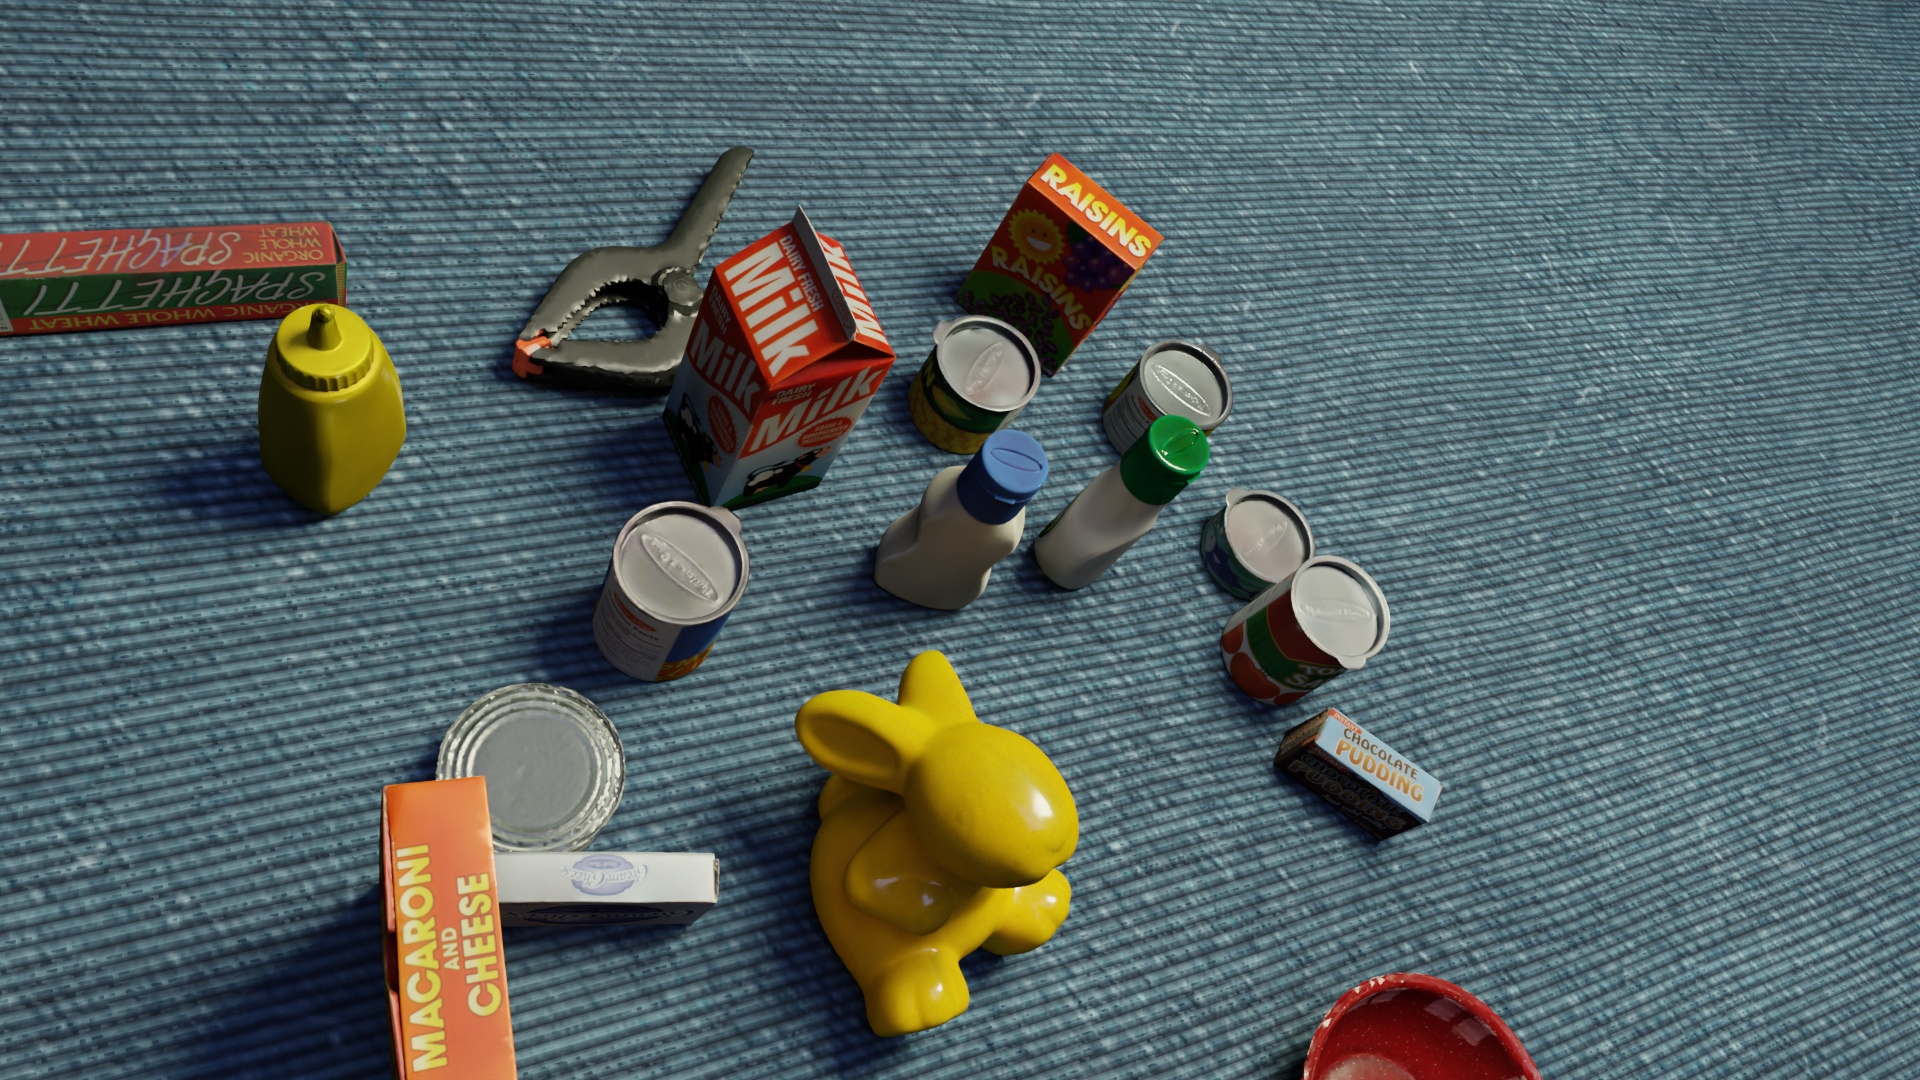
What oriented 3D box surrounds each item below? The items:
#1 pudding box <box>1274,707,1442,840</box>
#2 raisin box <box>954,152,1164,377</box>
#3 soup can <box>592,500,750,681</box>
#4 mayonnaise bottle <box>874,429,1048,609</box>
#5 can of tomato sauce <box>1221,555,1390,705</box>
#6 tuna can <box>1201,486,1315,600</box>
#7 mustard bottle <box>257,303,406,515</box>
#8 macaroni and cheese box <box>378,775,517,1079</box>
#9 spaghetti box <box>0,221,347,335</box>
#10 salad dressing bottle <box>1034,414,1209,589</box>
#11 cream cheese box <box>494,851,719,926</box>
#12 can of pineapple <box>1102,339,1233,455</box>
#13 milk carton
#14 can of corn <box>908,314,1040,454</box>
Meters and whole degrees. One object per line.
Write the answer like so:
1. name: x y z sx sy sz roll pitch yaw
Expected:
1. pudding box: 0.236 0.139 0.826 0.084 0.049 0.030 35 57 -3
2. raisin box: 0.059 -0.169 0.866 0.086 0.122 0.040 39 57 0
3. soup can: -0.146 0.026 0.705 0.071 0.083 0.071 9 62 -18
4. mayonnaise bottle: 0.003 -0.009 0.746 0.065 0.147 0.041 18 60 -14
5. can of tomato sauce: 0.206 0.057 0.835 0.071 0.082 0.071 9 62 -18
6. tuna can: 0.188 0.001 0.886 0.071 0.032 0.071 9 62 -18
7. mustard bottle: -0.293 -0.069 0.647 0.049 0.159 0.065 36 57 -2
8. macaroni and cheese box: -0.208 0.177 0.554 0.040 0.165 0.124 -4 67 -24
9. spaghetti box: -0.438 -0.126 0.682 0.251 0.050 0.029 -9 69 -26
10. salad dressing bottle: 0.091 -0.020 0.789 0.064 0.147 0.044 -30 79 -31
11. cream cheese box: -0.169 0.162 0.645 0.104 0.053 0.024 5 63 -20
12. can of pineapple: 0.134 -0.087 0.894 0.071 0.057 0.071 9 62 -18
13. milk carton: -0.094 -0.089 0.722 0.074 0.189 0.072 -18 73 -29
14. can of corn: 0.005 -0.095 0.844 0.071 0.058 0.071 9 62 -18
